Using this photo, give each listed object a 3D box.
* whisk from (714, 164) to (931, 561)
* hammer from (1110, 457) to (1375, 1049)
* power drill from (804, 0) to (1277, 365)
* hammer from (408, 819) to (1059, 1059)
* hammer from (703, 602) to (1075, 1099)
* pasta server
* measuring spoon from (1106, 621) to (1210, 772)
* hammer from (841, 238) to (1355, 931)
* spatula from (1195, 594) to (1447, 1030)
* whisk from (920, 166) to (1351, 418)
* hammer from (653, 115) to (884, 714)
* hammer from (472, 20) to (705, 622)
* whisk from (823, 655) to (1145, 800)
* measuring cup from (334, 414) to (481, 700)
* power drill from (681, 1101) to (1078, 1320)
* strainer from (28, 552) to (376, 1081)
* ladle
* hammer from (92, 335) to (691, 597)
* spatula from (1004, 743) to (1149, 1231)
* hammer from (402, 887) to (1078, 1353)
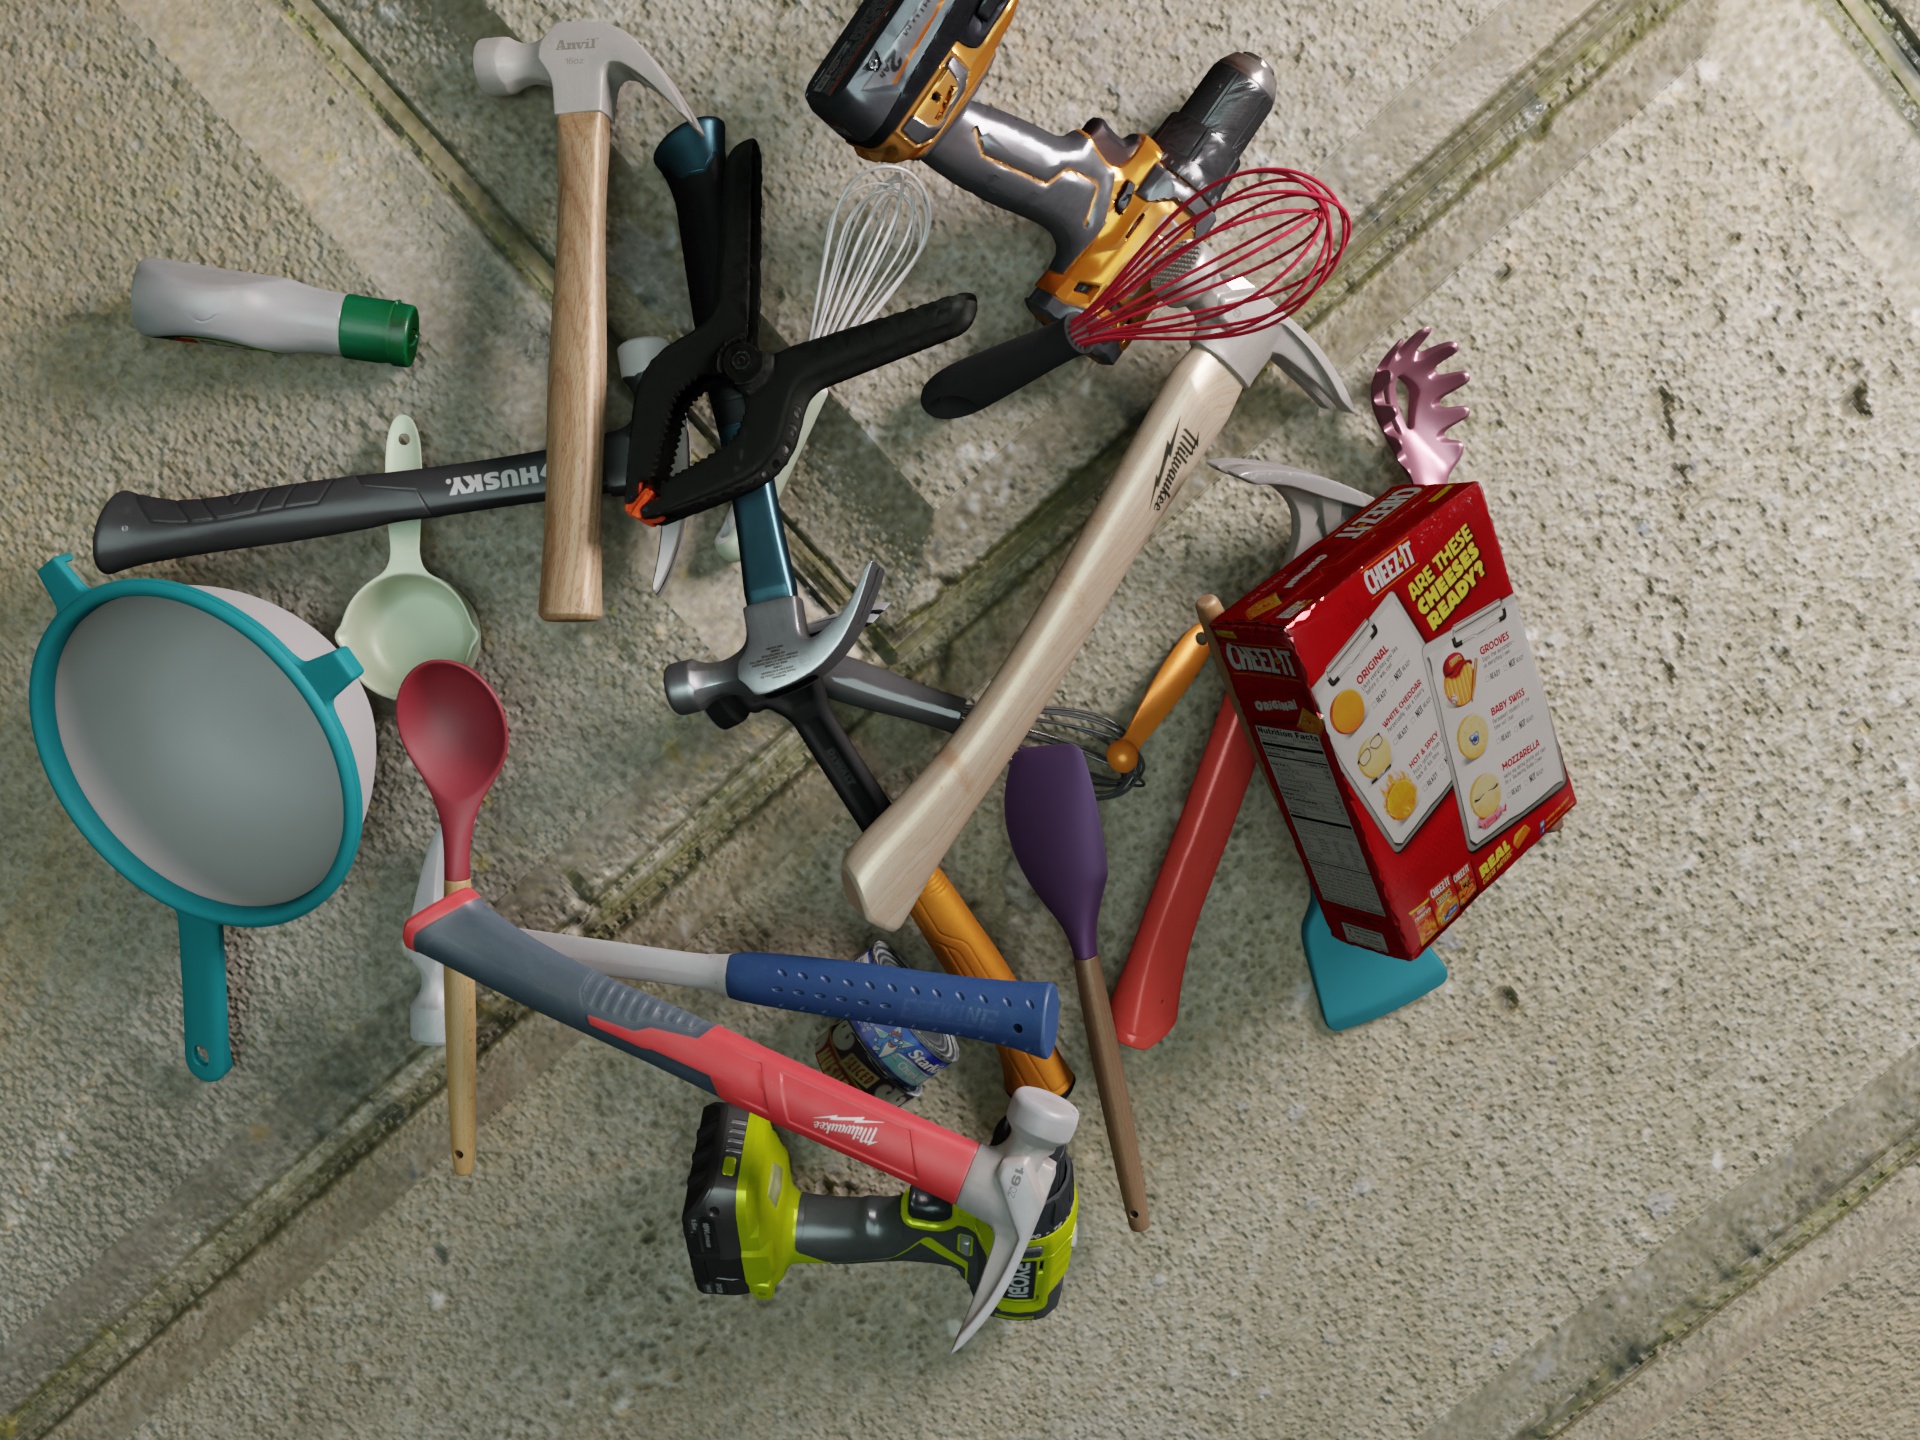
[{"bbox_3d":[-0.085,-0.203,0.921,0.059,0.058,0.246,19,104,-32],"label":"whisk"},{"bbox_3d":[0.150,0.028,0.940,0.149,0.037,0.359,10,105,-34],"label":"hammer"},{"bbox_3d":[0.054,-0.327,0.856,0.226,0.084,0.185,32,99,-30],"label":"power drill"},{"bbox_3d":[-0.143,0.141,0.924,0.405,0.035,0.144,5,98,17],"label":"hammer"},{"bbox_3d":[-0.019,0.092,0.955,0.127,0.034,0.336,-26,104,23],"label":"hammer"},{"bbox_3d":[0.309,-0.076,0.946,0.060,0.040,0.316,-27,101,-23],"label":"pasta server"},{"bbox_3d":[0.122,-0.017,0.941,0.021,0.011,0.117,39,68,-7],"label":"measuring spoon"},{"bbox_3d":[0.067,-0.057,0.899,0.146,0.038,0.410,32,91,-31],"label":"hammer"},{"bbox_3d":[0.201,0.055,0.932,0.082,0.044,0.317,-26,123,7],"label":"spatula"},{"bbox_3d":[0.077,-0.209,0.831,0.073,0.296,0.073,10,75,-39],"label":"whisk"},{"bbox_3d":[-0.125,-0.176,0.888,0.128,0.033,0.331,-11,83,8],"label":"hammer"},{"bbox_3d":[-0.209,-0.220,0.879,0.130,0.031,0.331,0,88,15],"label":"hammer"},{"bbox_3d":[-0.002,-0.002,0.953,0.239,0.055,0.055,18,99,1],"label":"whisk"},{"bbox_3d":[-0.324,-0.095,0.944,0.083,0.038,0.167,-1,90,-2],"label":"measuring cup"},{"bbox_3d":[-0.043,0.285,0.946,0.228,0.080,0.190,3,136,2],"label":"power drill"},{"bbox_3d":[-0.427,0.061,0.946,0.211,0.095,0.340,18,118,9],"label":"strainer"},{"bbox_3d":[-0.295,0.119,0.936,0.069,0.031,0.315,4,100,11],"label":"ladle"},{"bbox_3d":[-0.319,-0.122,0.907,0.334,0.035,0.146,-10,88,-5],"label":"hammer"},{"bbox_3d":[0.078,0.165,0.957,0.060,0.018,0.316,-7,103,25],"label":"spatula"},{"bbox_3d":[-0.138,0.202,0.876,0.386,0.038,0.143,22,94,9],"label":"hammer"}]
